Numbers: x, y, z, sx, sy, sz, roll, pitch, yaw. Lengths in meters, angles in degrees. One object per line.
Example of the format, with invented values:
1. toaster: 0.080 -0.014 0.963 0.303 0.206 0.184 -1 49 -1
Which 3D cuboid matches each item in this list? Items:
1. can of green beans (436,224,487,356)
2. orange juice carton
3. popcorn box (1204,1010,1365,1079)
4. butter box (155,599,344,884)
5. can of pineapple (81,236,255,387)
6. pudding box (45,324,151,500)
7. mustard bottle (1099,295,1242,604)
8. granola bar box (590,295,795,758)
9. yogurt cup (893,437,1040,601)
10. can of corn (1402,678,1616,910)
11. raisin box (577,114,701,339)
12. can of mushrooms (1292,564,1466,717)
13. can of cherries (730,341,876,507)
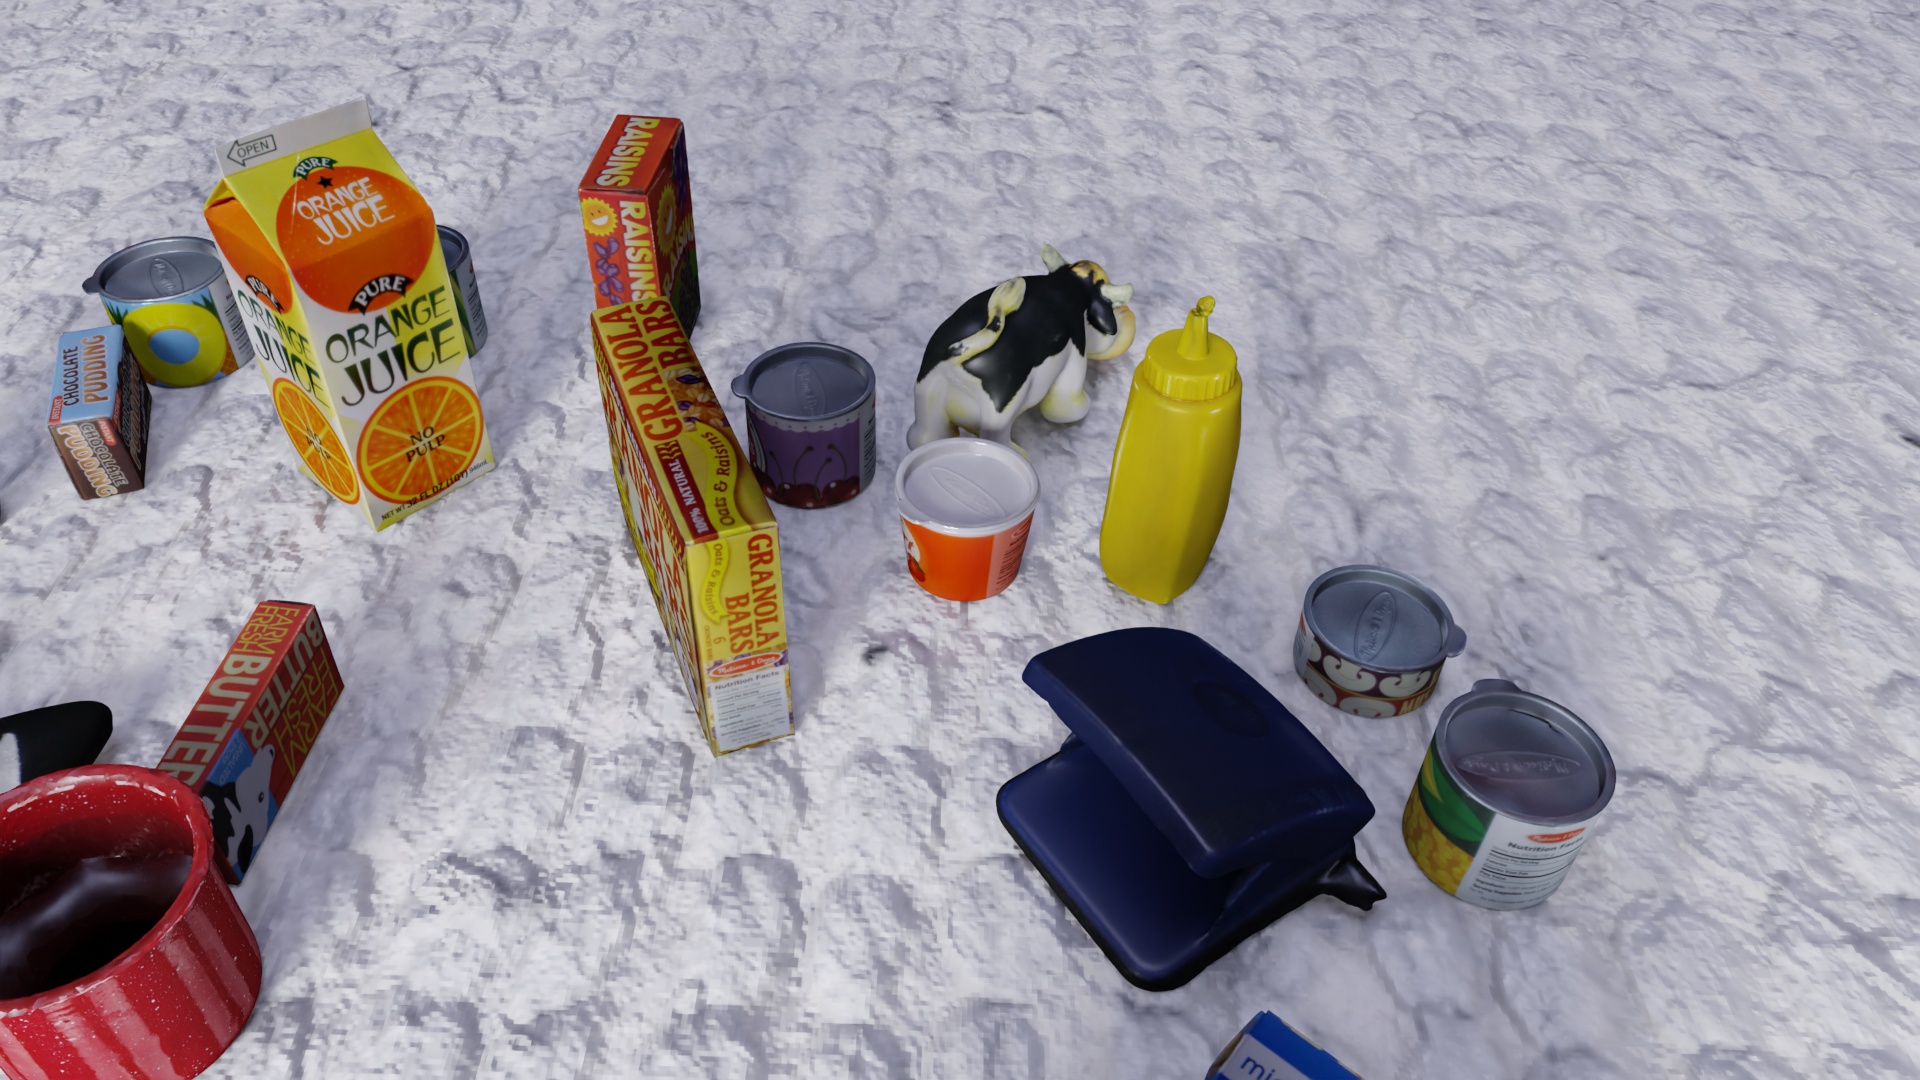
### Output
1. can of green beans: -0.305 -0.137 0.780 0.071 0.057 0.071 2 42 -1
2. orange juice carton: -0.284 -0.106 0.648 0.073 0.191 0.072 31 49 28
3. popcorn box: 0.124 0.206 0.404 0.127 0.084 0.038 31 49 28
4. butter box: -0.280 0.077 0.549 0.024 0.052 0.104 4 42 1
5. can of pineapple: -0.430 -0.125 0.760 0.071 0.057 0.071 2 42 -1
6. pudding box: -0.434 -0.066 0.701 0.030 0.049 0.084 -13 44 -16
7. mustard bottle: 0.098 -0.045 0.624 0.049 0.159 0.065 25 47 23
8. granola bar box: -0.118 -0.009 0.600 0.039 0.123 0.166 -15 45 -18
9. yogurt cup: 0.002 -0.008 0.657 0.072 0.053 0.073 2 42 -1
10. can of corn: 0.213 0.100 0.546 0.071 0.058 0.071 2 42 -1
11. raisin box: -0.173 -0.158 0.762 0.040 0.122 0.086 4 42 2
12. can of mushrooms: 0.187 0.046 0.623 0.071 0.033 0.071 2 42 -1
13. can of cherries: -0.078 -0.059 0.705 0.071 0.058 0.072 2 42 -1
